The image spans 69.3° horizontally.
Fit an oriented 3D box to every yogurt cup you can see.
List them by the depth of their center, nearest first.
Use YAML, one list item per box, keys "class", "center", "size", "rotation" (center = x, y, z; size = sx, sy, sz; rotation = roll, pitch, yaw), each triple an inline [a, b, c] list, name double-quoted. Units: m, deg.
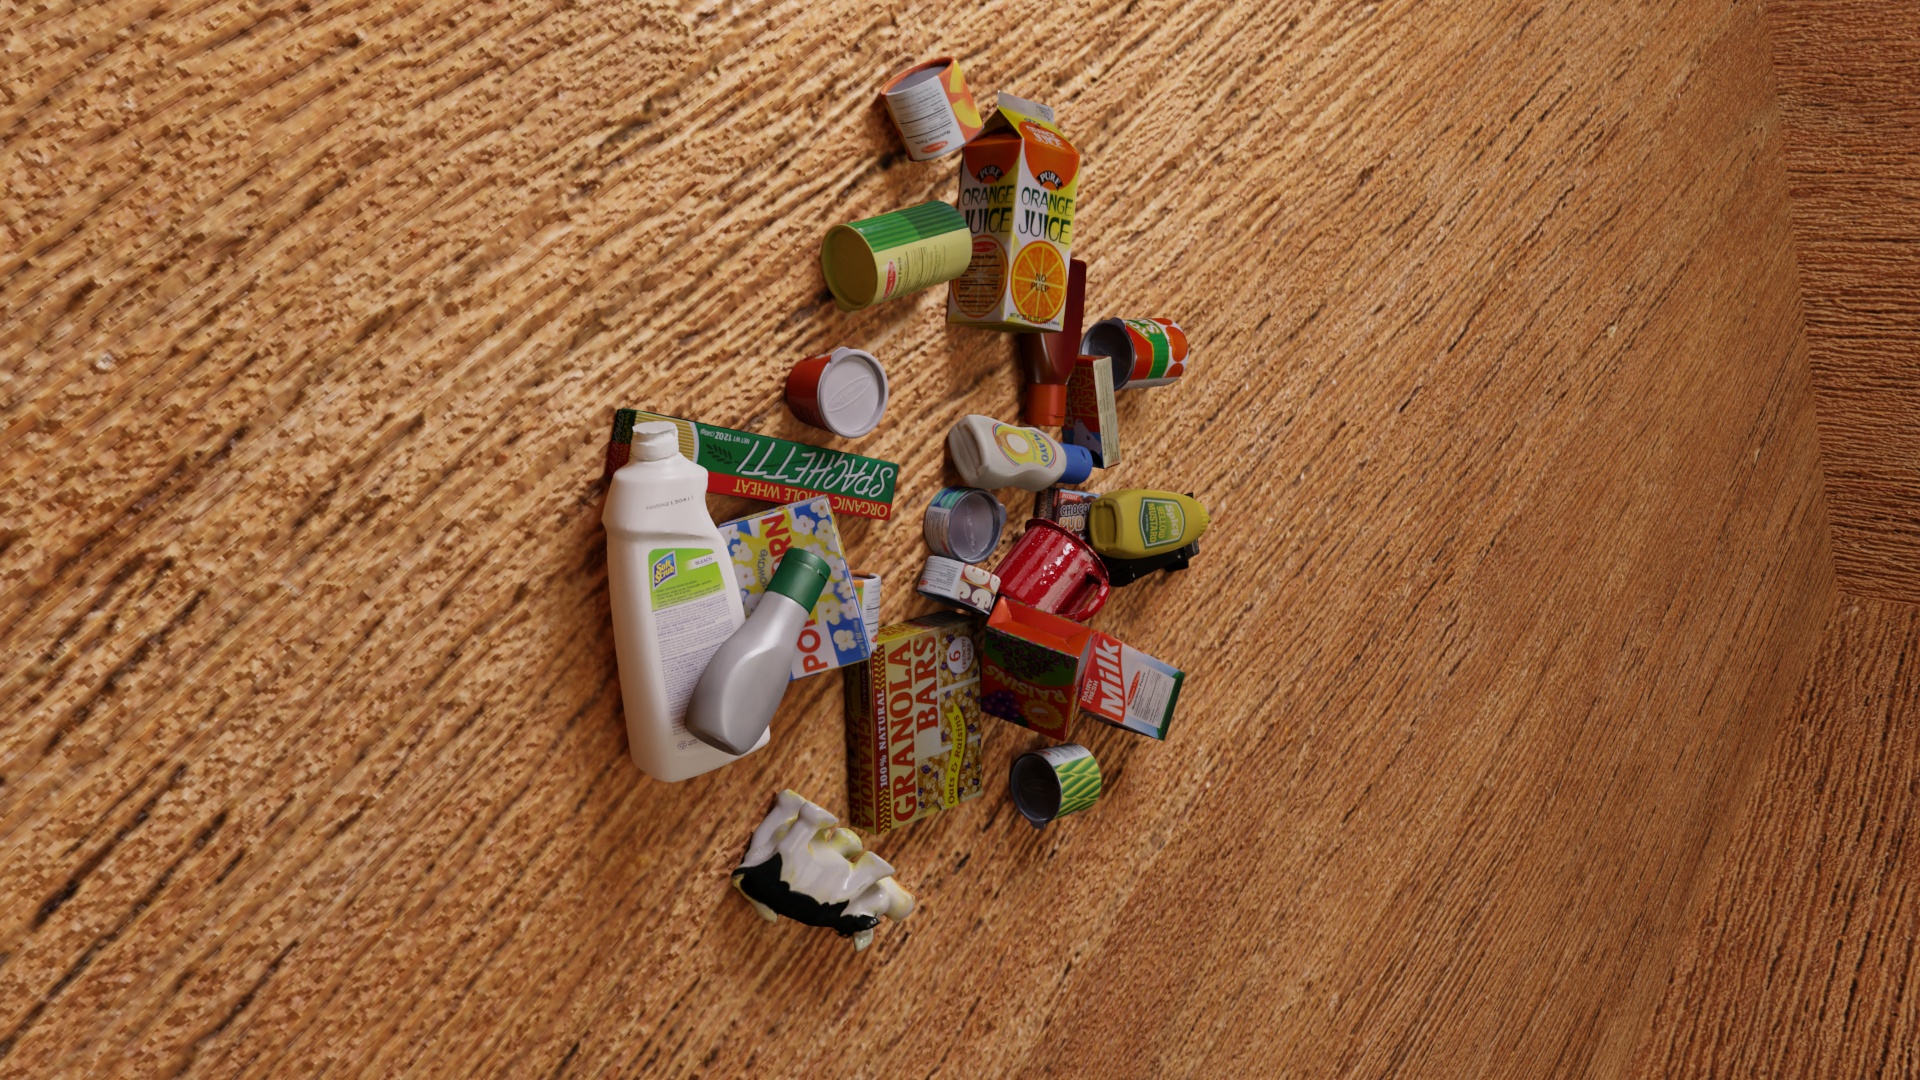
- class: "yogurt cup"
  center: [-0.097, -0.114, 1.070]
  size: [0.072, 0.054, 0.072]
  rotation: [-10, 104, -42]

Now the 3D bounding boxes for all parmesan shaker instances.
- class: "parmesan shaker"
  center: [-0.050, -0.223, 1.091]
  size: [0.103, 0.071, 0.071]
  rotation: [-26, 115, -39]

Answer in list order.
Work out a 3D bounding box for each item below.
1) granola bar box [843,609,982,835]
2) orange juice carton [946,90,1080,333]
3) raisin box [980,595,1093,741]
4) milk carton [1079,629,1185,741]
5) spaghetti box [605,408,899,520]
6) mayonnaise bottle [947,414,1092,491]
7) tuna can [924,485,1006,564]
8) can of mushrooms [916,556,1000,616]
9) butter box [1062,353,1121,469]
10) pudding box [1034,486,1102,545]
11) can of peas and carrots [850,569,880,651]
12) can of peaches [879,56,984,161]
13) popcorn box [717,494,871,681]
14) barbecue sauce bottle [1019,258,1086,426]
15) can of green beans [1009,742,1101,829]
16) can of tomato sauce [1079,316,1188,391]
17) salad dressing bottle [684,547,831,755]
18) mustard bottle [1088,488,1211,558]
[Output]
- class: "granola bar box"
  center: [-0.038, 0.153, 1.184]
  size: [0.124, 0.039, 0.165]
  rotation: [-12, 105, -42]
- class: "orange juice carton"
  center: [0.046, -0.274, 1.168]
  size: [0.072, 0.073, 0.192]
  rotation: [2, 95, -44]
- class: "raisin box"
  center: [0.063, 0.113, 1.205]
  size: [0.122, 0.086, 0.040]
  rotation: [93, 20, -46]
- class: "milk carton"
  center: [0.125, 0.127, 1.314]
  size: [0.190, 0.072, 0.073]
  rotation: [27, 78, -44]
- class: "spaghetti box"
  center: [-0.148, -0.054, 1.050]
  size: [0.250, 0.028, 0.050]
  rotation: [9, 92, -44]
- class: "mayonnaise bottle"
  center: [0.057, -0.073, 1.224]
  size: [0.148, 0.041, 0.065]
  rotation: [4, 56, -45]
- class: "tuna can"
  center: [0.004, -0.015, 1.200]
  size: [0.071, 0.033, 0.071]
  rotation: [-10, 104, -42]
- class: "can of mushrooms"
  center: [0.000, 0.039, 1.182]
  size: [0.071, 0.071, 0.033]
  rotation: [26, 78, -43]
- class: "butter box"
  center: [0.117, -0.120, 1.277]
  size: [0.024, 0.053, 0.103]
  rotation: [-20, 110, -37]
- class: "pudding box"
  center: [0.107, -0.022, 1.299]
  size: [0.084, 0.030, 0.049]
  rotation: [8, 91, -44]
- class: "can of peas and carrots"
  center: [-0.099, 0.055, 1.092]
  size: [0.071, 0.071, 0.058]
  rotation: [-1, 98, -44]
- class: "can of peaches"
  center: [-0.023, -0.342, 1.097]
  size: [0.071, 0.071, 0.058]
  rotation: [-46, 125, -29]
- class: "popcorn box"
  center: [-0.123, 0.038, 1.036]
  size: [0.085, 0.038, 0.126]
  rotation: [-16, 95, -1]
- class: "barbecue sauce bottle"
  center: [0.079, -0.177, 1.237]
  size: [0.065, 0.043, 0.148]
  rotation: [-4, 101, -44]
- class: "can of green beans"
  center: [0.089, 0.226, 1.300]
  size: [0.058, 0.071, 0.071]
  rotation: [-6, 101, -44]
- class: "can of tomato sauce"
  center: [0.164, -0.177, 1.302]
  size: [0.083, 0.071, 0.071]
  rotation: [-11, 105, -43]
- class: "salad dressing bottle"
  center: [-0.138, 0.076, 0.971]
  size: [0.148, 0.044, 0.064]
  rotation: [-64, 143, -22]
- class: "mustard bottle"
  center: [0.190, -0.019, 1.320]
  size: [0.161, 0.049, 0.065]
  rotation: [-6, 93, -42]
